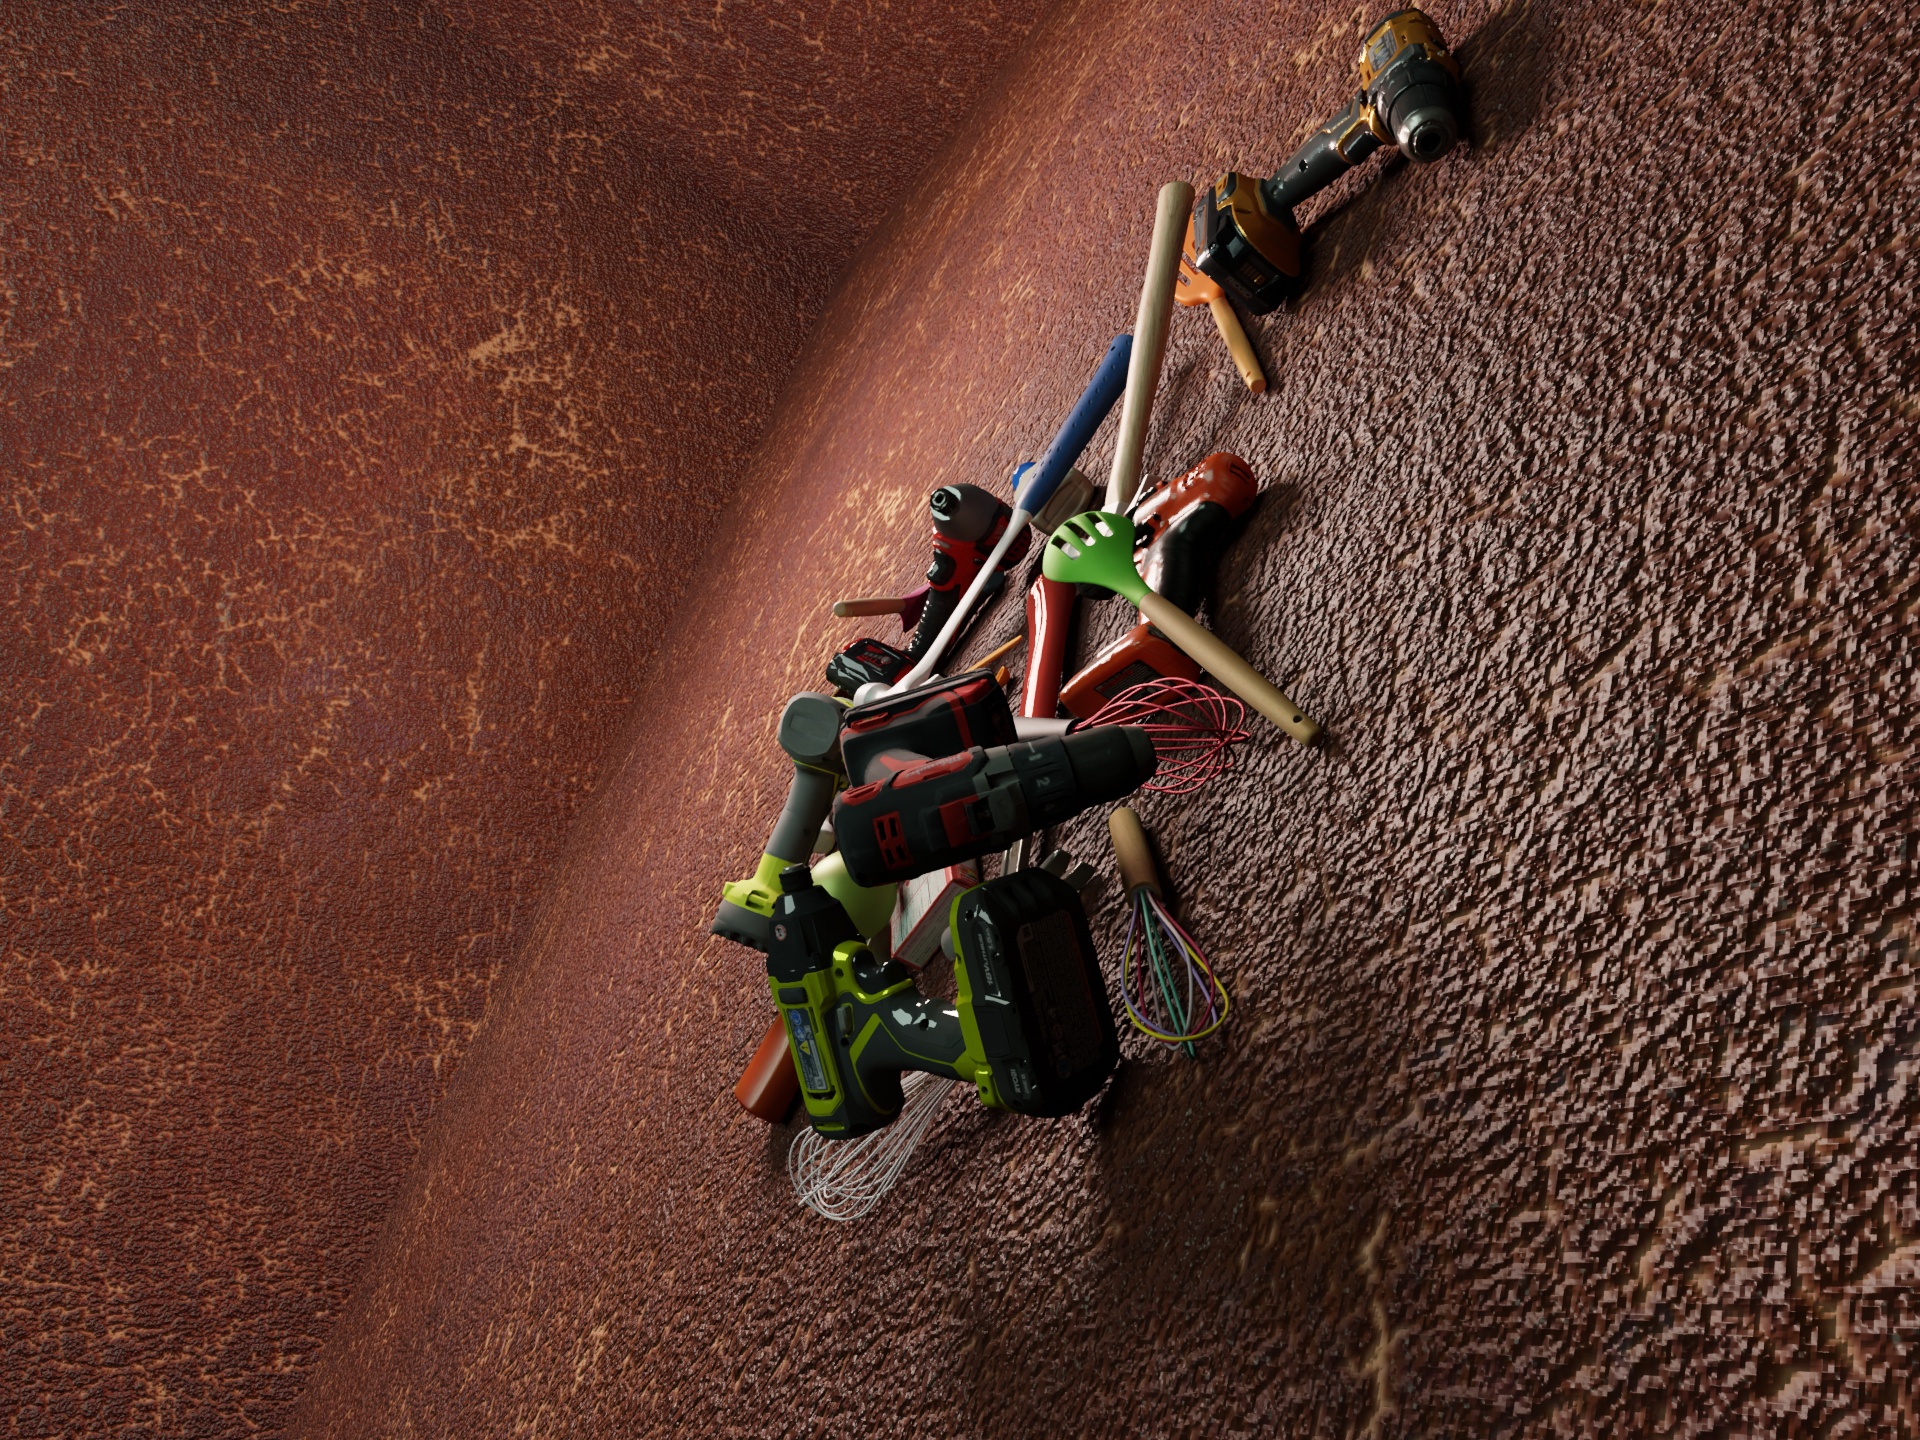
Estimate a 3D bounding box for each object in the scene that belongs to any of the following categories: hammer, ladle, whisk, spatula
[{"bbox_3d":[0.060,0.010,1.202,0.149,0.036,0.359,-44,25,41],"label":"hammer"},{"bbox_3d":[-0.073,0.096,1.359,0.078,0.062,0.320,-9,17,11],"label":"ladle"},{"bbox_3d":[-0.020,0.238,1.043,0.284,0.070,0.070,-46,22,25],"label":"whisk"},{"bbox_3d":[0.212,-0.343,1.326,0.081,0.041,0.323,-50,21,26],"label":"spatula"},{"bbox_3d":[0.151,-0.283,1.298,0.130,0.031,0.331,-7,70,65],"label":"hammer"},{"bbox_3d":[0.088,0.010,1.043,0.296,0.073,0.073,-2,60,63],"label":"whisk"},{"bbox_3d":[0.112,0.114,0.913,0.047,0.051,0.245,-33,21,12],"label":"whisk"},{"bbox_3d":[0.051,-0.166,1.353,0.405,0.035,0.144,-58,23,-15],"label":"hammer"},{"bbox_3d":[-0.059,-0.023,1.575,0.331,0.033,0.128,-53,20,19],"label":"hammer"}]

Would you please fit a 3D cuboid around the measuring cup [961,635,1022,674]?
[{"bbox_3d":[-0.002,-0.004,1.353,0.173,0.052,0.095,-36,8,18],"label":"measuring cup"}]

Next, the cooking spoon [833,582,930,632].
[{"bbox_3d":[-0.068,-0.112,1.545,0.068,0.017,0.319,-57,-8,12],"label":"cooking spoon"}]

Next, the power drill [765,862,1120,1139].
[{"bbox_3d":[-0.026,0.161,0.949,0.223,0.080,0.171,-13,92,43],"label":"power drill"}]

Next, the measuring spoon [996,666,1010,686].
[{"bbox_3d":[0.020,0.008,1.359,0.021,0.011,0.117,145,148,-72],"label":"measuring spoon"}]

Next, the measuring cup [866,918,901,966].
[{"bbox_3d":[-0.076,0.220,1.245,0.083,0.038,0.168,-48,23,32],"label":"measuring cup"}]

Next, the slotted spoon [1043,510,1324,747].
[{"bbox_3d":[0.133,-0.065,0.999,0.070,0.031,0.314,-36,38,-3],"label":"slotted spoon"}]

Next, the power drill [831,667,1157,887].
[{"bbox_3d":[0.012,0.028,0.985,0.188,0.080,0.227,-17,12,-3],"label":"power drill"}]

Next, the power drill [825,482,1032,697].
[{"bbox_3d":[-0.025,-0.109,1.441,0.079,0.143,0.219,30,94,28],"label":"power drill"}]

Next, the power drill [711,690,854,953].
[{"bbox_3d":[-0.130,0.093,1.418,0.190,0.080,0.228,31,-103,-75],"label":"power drill"}]

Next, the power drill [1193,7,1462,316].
[{"bbox_3d":[0.280,-0.412,1.198,0.226,0.084,0.186,-42,27,34],"label":"power drill"}]
